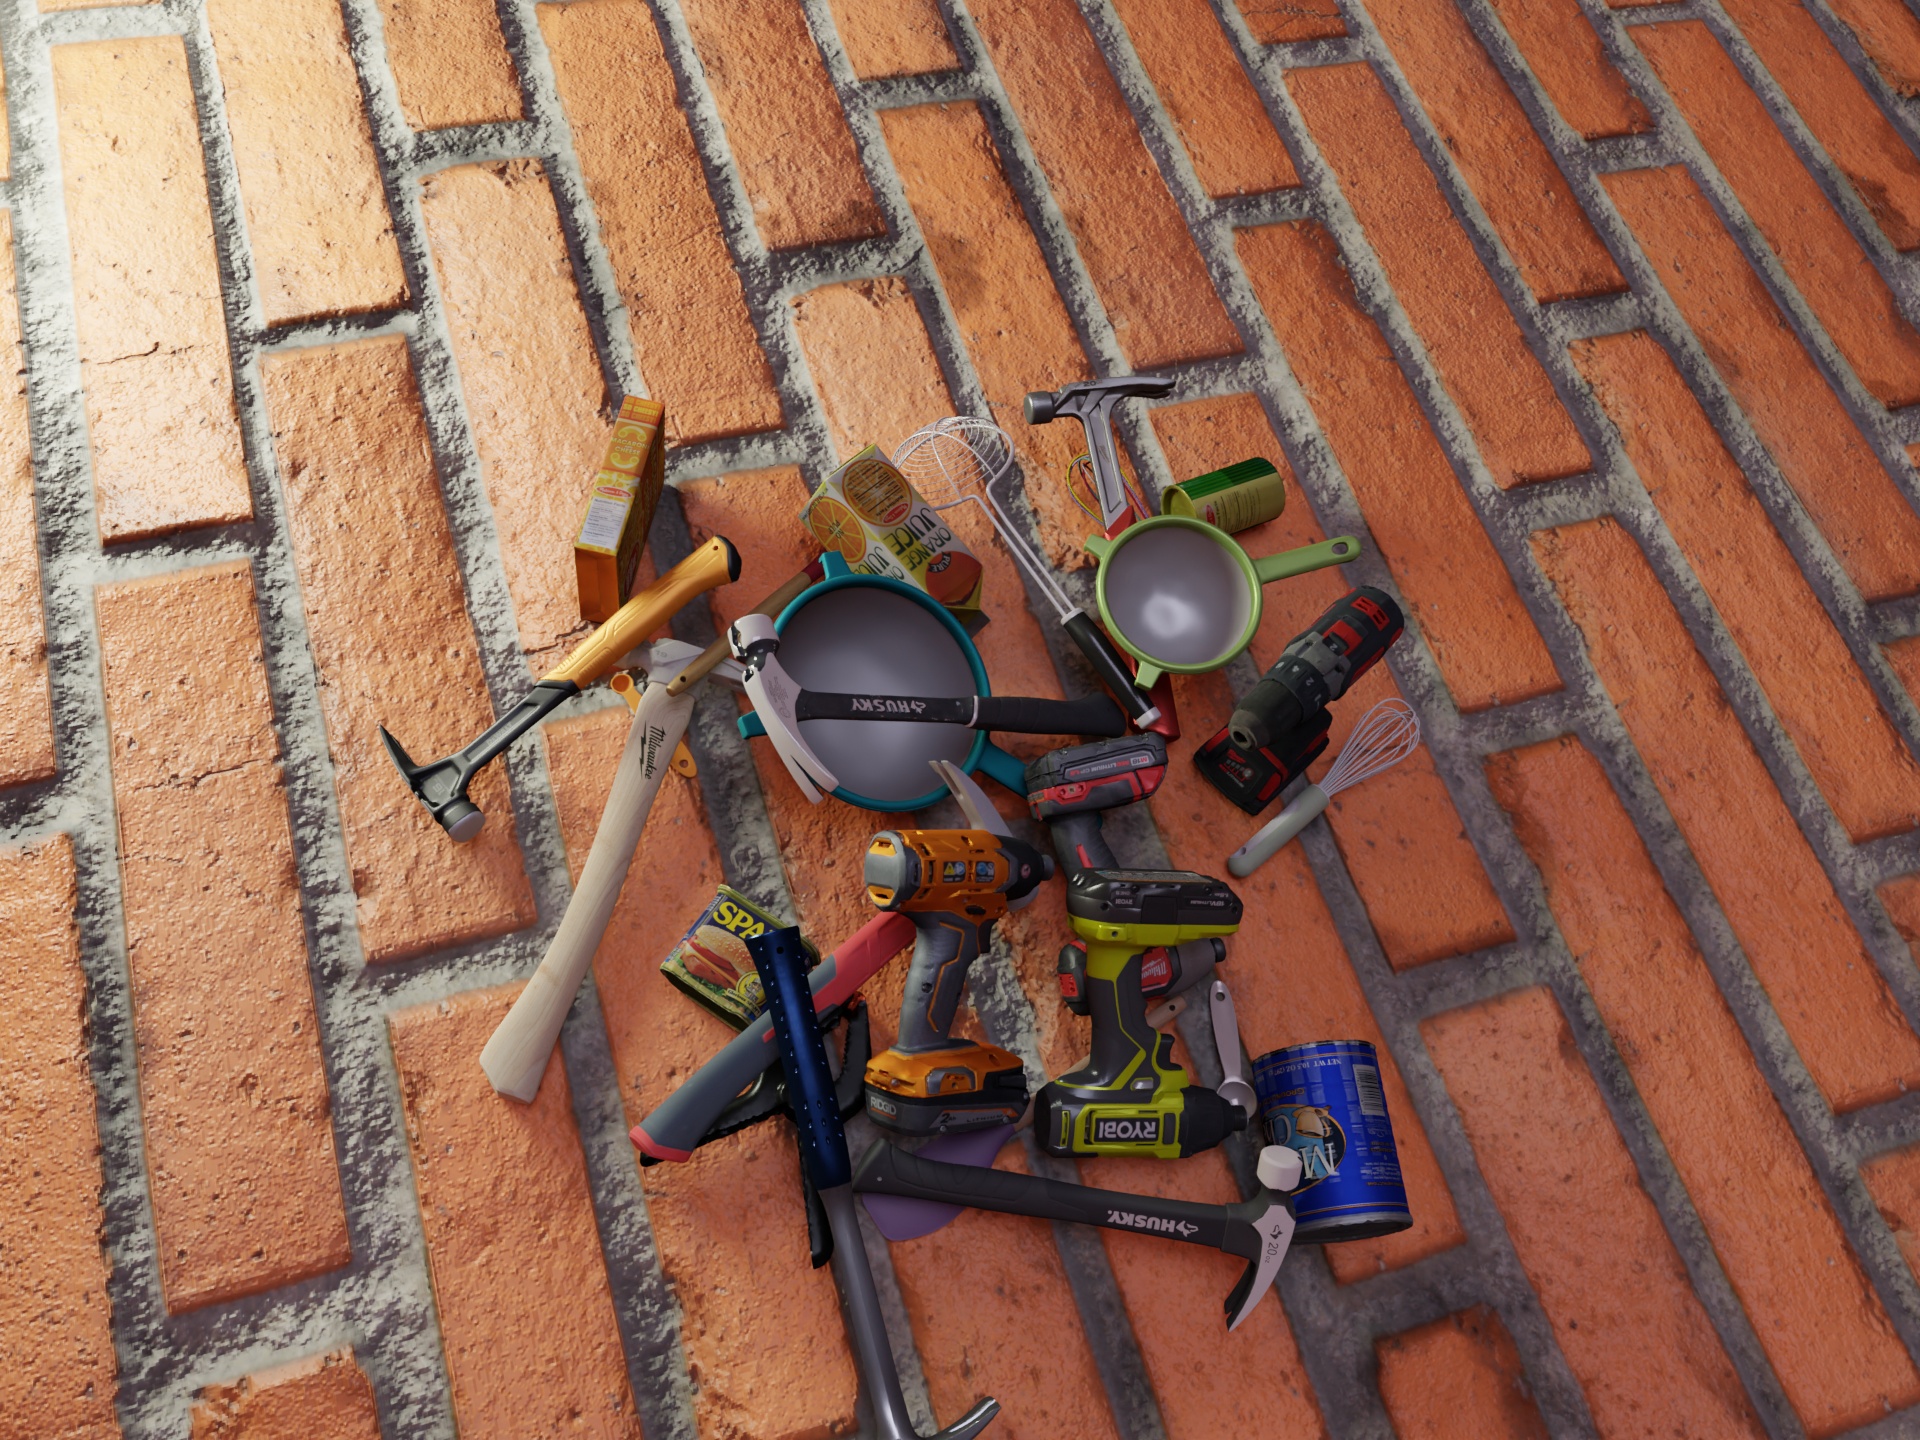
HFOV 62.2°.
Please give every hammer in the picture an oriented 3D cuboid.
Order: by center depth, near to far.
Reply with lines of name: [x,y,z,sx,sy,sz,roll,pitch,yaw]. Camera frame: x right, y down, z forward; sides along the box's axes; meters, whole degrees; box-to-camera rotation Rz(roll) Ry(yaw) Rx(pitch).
hammer: [-0.084,0.351,1.171,0.144,0.035,0.405,-13,83,-15]
hammer: [0.083,0.373,1.214,0.335,0.035,0.146,8,105,2]
hammer: [-0.107,0.192,1.245,0.386,0.038,0.143,-39,106,-26]
hammer: [-0.002,-0.004,1.302,0.408,0.036,0.149,2,57,-45]
hammer: [-0.281,0.117,1.312,0.146,0.038,0.411,19,64,-4]
hammer: [-0.326,-0.048,1.345,0.337,0.034,0.127,-41,66,-12]
hammer: [0.164,-0.154,1.491,0.149,0.036,0.359,-8,75,-11]

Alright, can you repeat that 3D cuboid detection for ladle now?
ladle: [-0.155,-0.114,1.434,0.069,0.031,0.315,42,54,4]

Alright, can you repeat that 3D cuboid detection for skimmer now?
skimmer: [0.065,-0.136,1.473,0.127,0.090,0.363,-34,80,-9]

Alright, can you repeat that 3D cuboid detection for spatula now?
spatula: [0.062,0.314,1.284,0.316,0.018,0.060,-31,77,-21]

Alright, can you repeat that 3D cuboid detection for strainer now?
strainer: [-0.033,0.019,1.390,0.340,0.095,0.211,32,60,-16]
strainer: [0.239,-0.117,1.437,0.256,0.069,0.152,-16,75,-14]

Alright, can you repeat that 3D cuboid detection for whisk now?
whisk: [0.331,0.062,1.443,0.246,0.058,0.059,-38,105,-20]
whisk: [0.192,-0.170,1.540,0.047,0.051,0.245,-34,76,-29]

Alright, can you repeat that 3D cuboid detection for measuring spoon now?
measuring spoon: [0.224,0.278,1.335,0.034,0.018,0.124,-1,57,-4]
measuring spoon: [-0.268,0.006,1.392,0.021,0.011,0.117,-35,77,-23]

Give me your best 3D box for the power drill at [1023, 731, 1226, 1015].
power drill: [0.138,0.128,1.338,0.143,0.078,0.220,-10,84,-13]

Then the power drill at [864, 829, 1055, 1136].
power drill: [0.004,0.198,1.242,0.164,0.084,0.226,2,90,-35]

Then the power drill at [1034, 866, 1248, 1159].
power drill: [0.152,0.234,1.260,0.171,0.080,0.223,3,93,-13]

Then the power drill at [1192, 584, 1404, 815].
power drill: [0.275,-0.004,1.363,0.188,0.226,0.080,-39,75,-25]
